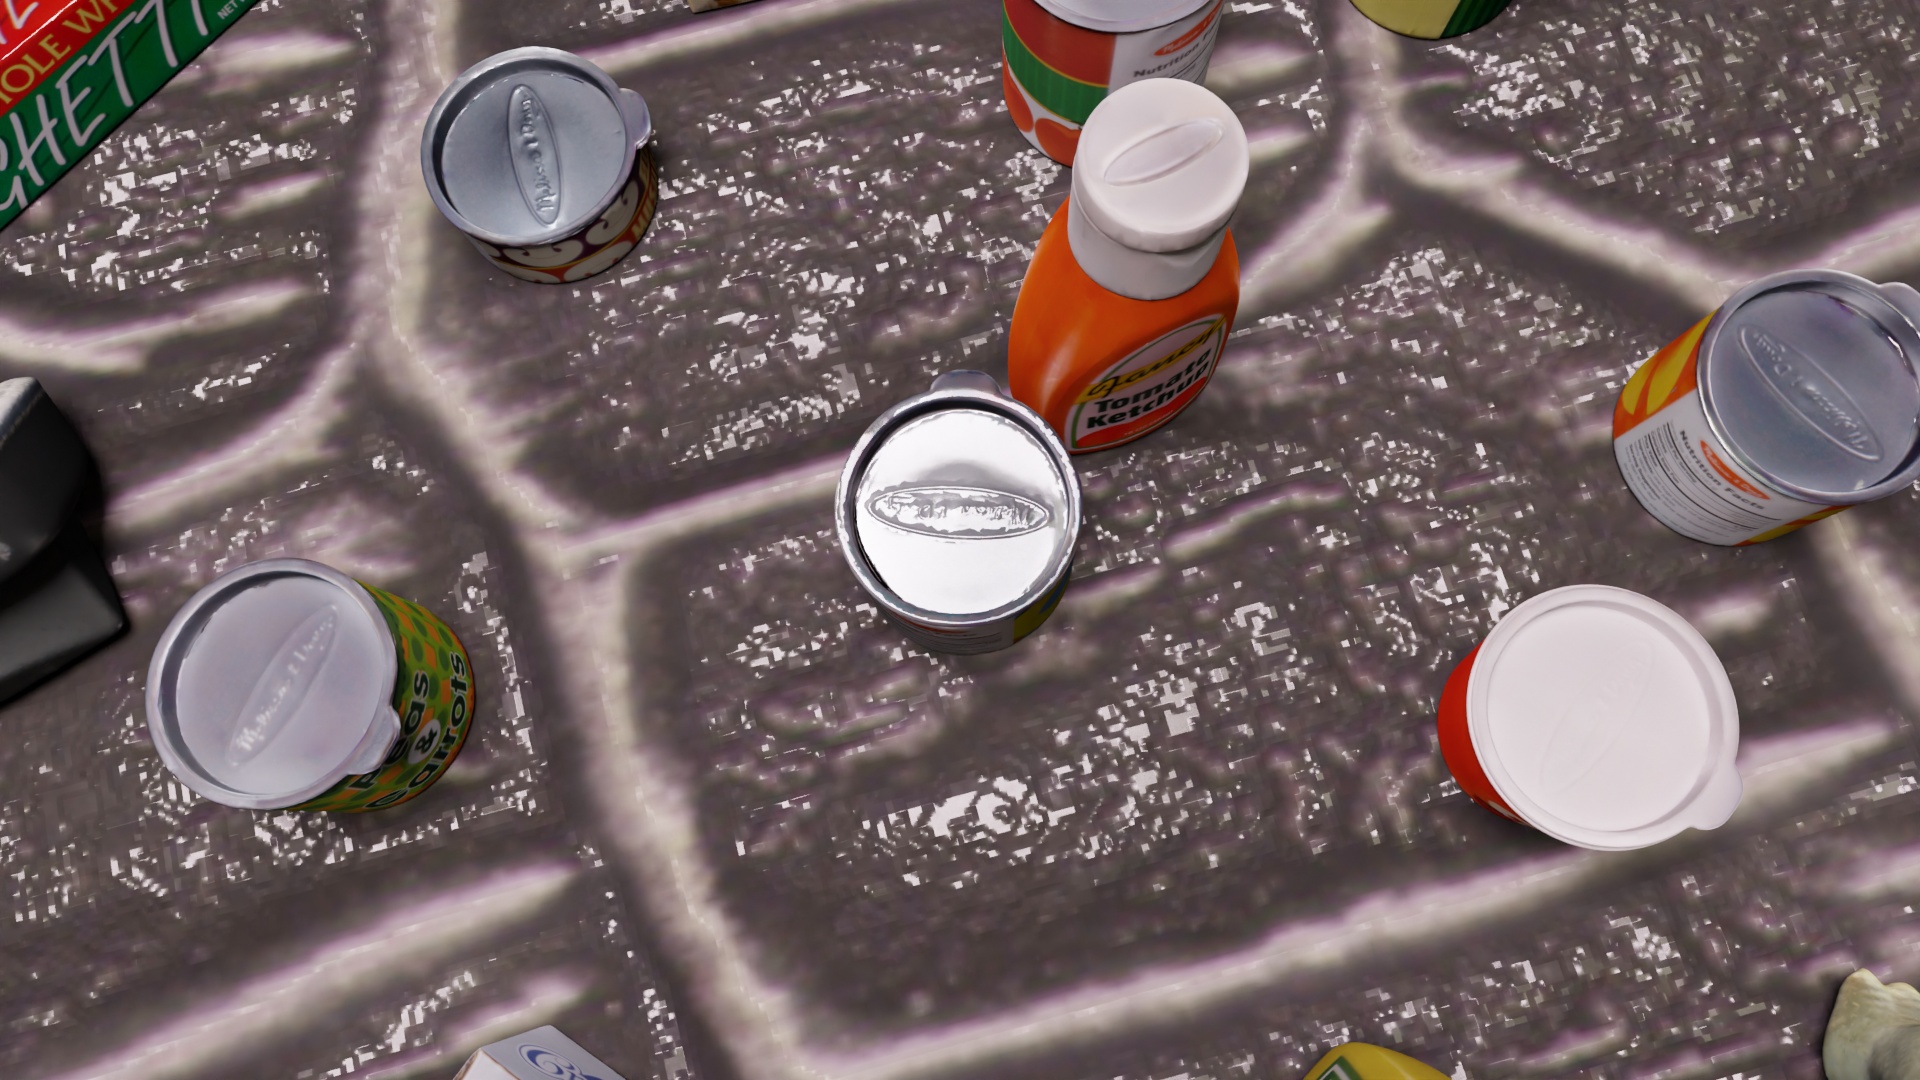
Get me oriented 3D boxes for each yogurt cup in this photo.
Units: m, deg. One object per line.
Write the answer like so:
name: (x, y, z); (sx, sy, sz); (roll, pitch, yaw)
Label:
yogurt cup: (0.165, 0.050, 0.379); (0.072, 0.054, 0.072); (0, 77, 2)

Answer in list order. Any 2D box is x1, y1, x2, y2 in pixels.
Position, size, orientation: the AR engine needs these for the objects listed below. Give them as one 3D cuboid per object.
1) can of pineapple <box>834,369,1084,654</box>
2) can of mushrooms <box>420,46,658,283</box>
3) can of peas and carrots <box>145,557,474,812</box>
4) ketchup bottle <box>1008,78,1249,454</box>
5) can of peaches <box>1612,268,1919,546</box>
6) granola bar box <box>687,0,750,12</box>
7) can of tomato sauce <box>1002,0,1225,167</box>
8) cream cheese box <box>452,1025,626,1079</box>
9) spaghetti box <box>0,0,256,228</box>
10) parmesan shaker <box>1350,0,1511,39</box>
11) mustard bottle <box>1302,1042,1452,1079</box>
can of pineapple: (0.001, -0.005, 0.395); (0.071, 0.057, 0.071); (0, 77, 2)
can of mushrooms: (-0.128, -0.117, 0.437); (0.071, 0.033, 0.071); (0, 77, 2)
can of peas and carrots: (-0.176, 0.044, 0.389); (0.071, 0.058, 0.071); (0, 77, 2)
ketchup bottle: (0.044, -0.066, 0.361); (0.065, 0.148, 0.043); (-26, 78, -4)
can of peaches: (0.231, -0.037, 0.395); (0.071, 0.058, 0.071); (0, 77, 2)
granola bar box: (-0.015, -0.225, 0.412); (0.166, 0.124, 0.039); (-13, 78, -1)
can of tomato sauce: (0.044, -0.160, 0.416); (0.071, 0.083, 0.071); (0, 77, 2)
cream cheese box: (-0.082, 0.167, 0.360); (0.104, 0.053, 0.024); (32, 81, 8)
spaghetti box: (-0.277, -0.167, 0.445); (0.029, 0.050, 0.250); (41, 82, 10)
parmesan shaker: (0.152, -0.209, 0.414); (0.071, 0.103, 0.071); (0, 78, 2)
mustard bottle: (0.103, 0.152, 0.303); (0.049, 0.160, 0.065); (27, 80, 7)
